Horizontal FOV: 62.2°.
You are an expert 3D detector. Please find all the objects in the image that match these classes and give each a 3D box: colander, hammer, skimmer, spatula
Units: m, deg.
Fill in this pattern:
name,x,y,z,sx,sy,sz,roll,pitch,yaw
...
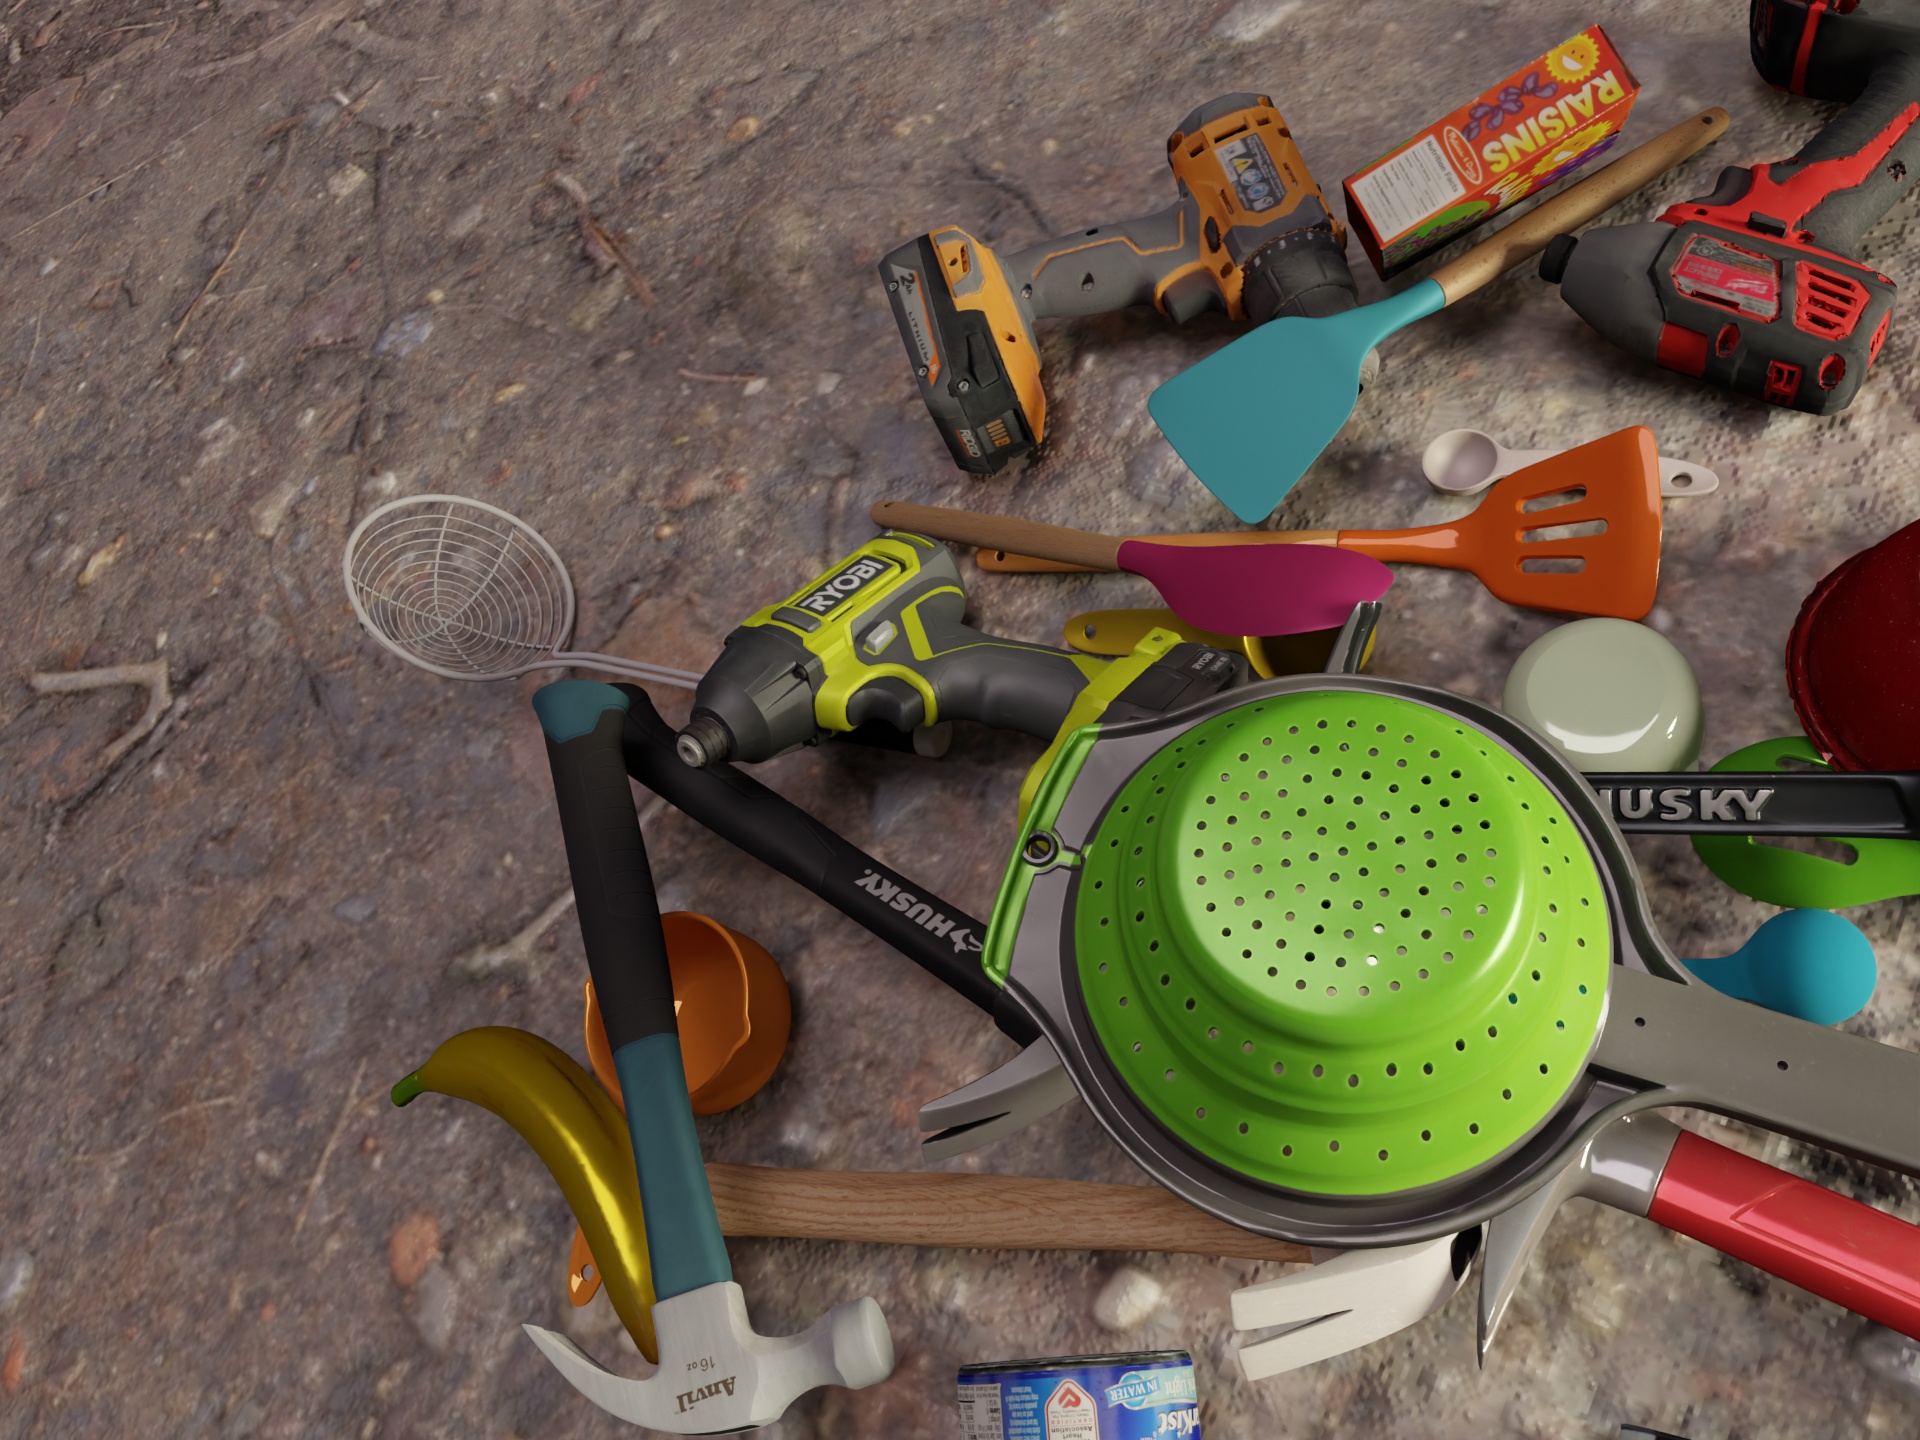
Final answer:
name,x,y,z,sx,sy,sz,roll,pitch,yaw
colander,0.196,0.080,0.487,0.397,0.094,0.205,16,69,18
hammer,-0.130,0.121,0.653,0.128,0.033,0.331,-21,60,2
hammer,0.348,0.206,0.449,0.386,0.038,0.143,20,52,31
hammer,0.310,0.023,0.530,0.409,0.036,0.149,-2,93,30
hammer,0.027,0.190,0.608,0.331,0.130,0.031,-8,102,30
skimmer,-0.169,-0.050,0.836,0.363,0.090,0.127,12,37,28
spatula,0.149,-0.081,0.732,0.323,0.041,0.081,1,87,28
spatula,0.236,-0.206,0.743,0.317,0.044,0.082,-32,70,-12
hammer,-0.067,0.065,0.707,0.335,0.035,0.146,28,50,32

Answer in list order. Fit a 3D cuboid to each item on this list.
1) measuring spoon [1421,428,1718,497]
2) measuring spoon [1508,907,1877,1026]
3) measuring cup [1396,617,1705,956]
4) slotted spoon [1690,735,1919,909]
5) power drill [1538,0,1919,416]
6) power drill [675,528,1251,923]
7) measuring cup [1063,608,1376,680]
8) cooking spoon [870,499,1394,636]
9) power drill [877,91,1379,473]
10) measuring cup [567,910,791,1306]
name,x,y,z,sx,sy,sz,roll,pitch,yaw
measuring spoon,0.270,-0.108,0.710,0.124,0.018,0.034,9,66,22
measuring spoon,0.262,0.096,0.579,0.128,0.021,0.042,-13,77,22
measuring cup,0.226,0.028,0.632,0.167,0.038,0.083,-48,53,-6
slotted spoon,0.409,0.065,0.530,0.314,0.031,0.070,17,74,31
power drill,0.363,-0.246,0.699,0.143,0.078,0.220,28,80,27
power drill,-0.001,-0.002,0.702,0.223,0.080,0.171,21,44,31
measuring cup,0.117,-0.042,0.732,0.156,0.029,0.062,2,98,40
cooking spoon,0.059,-0.080,0.744,0.069,0.017,0.319,-40,35,-27
power drill,0.088,-0.206,0.813,0.226,0.084,0.186,-22,63,7
measuring cup,-0.131,0.175,0.714,0.095,0.052,0.174,9,77,30
